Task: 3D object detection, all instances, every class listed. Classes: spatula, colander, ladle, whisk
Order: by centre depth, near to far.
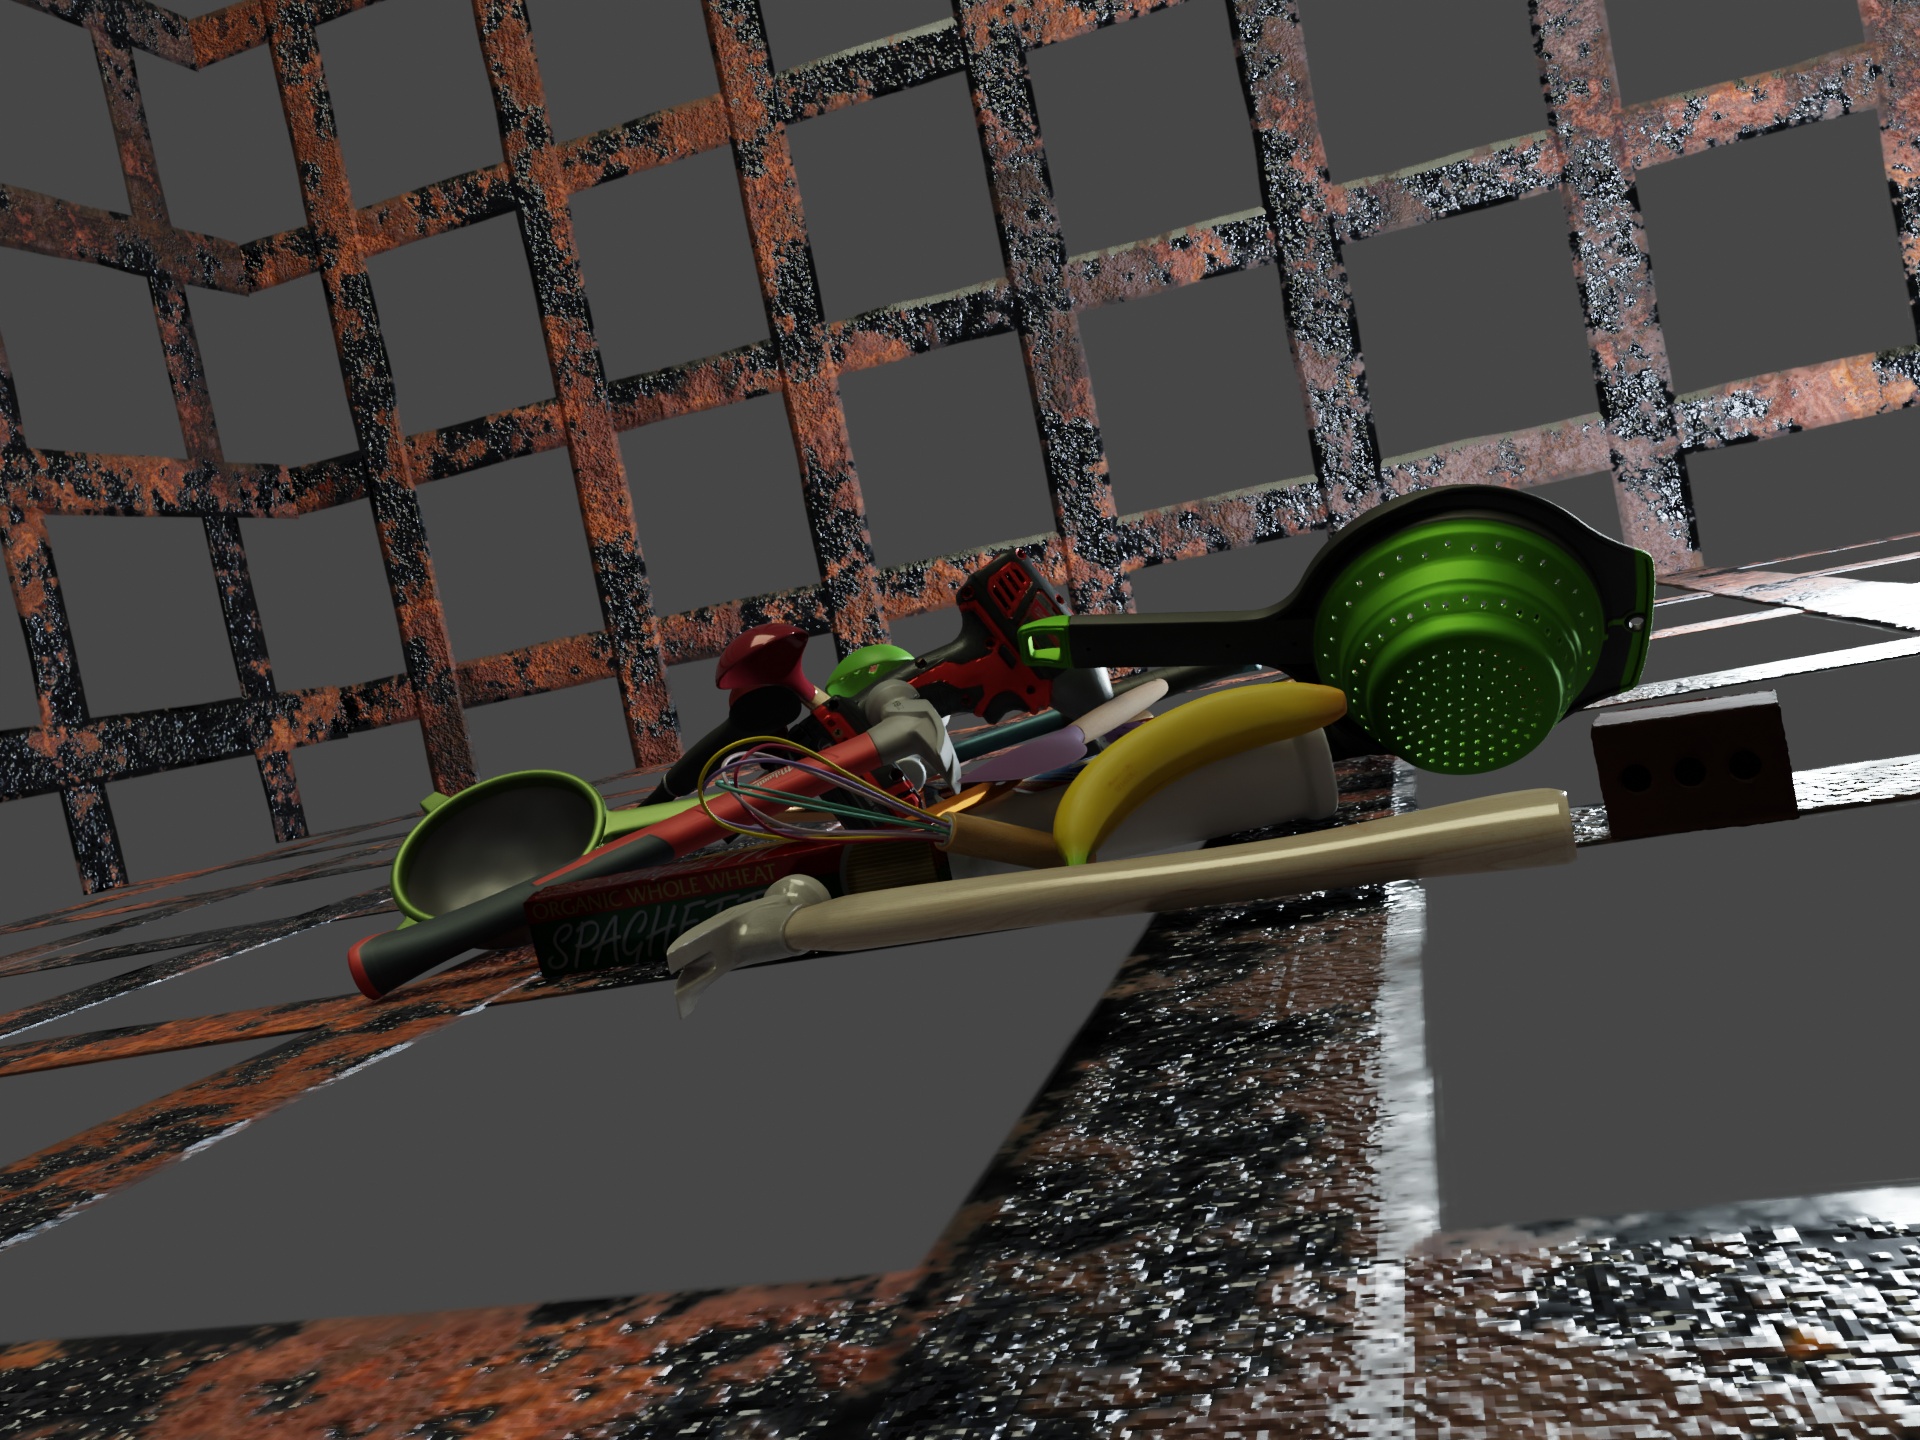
[{"bbox_3d":[-0.024,0.051,0.829,0.244,0.047,0.051,14,-13,-33],"label":"whisk"},{"bbox_3d":[0.227,-0.033,0.996,0.397,0.204,0.095,-1,37,13],"label":"colander"},{"bbox_3d":[0.083,0.005,1.012,0.060,0.018,0.316,-4,9,24],"label":"spatula"},{"bbox_3d":[-0.101,-0.013,1.150,0.069,0.031,0.315,-32,-21,5],"label":"ladle"},{"bbox_3d":[-0.170,0.093,1.197,0.320,0.062,0.078,-10,-4,-12],"label":"ladle"},{"bbox_3d":[-0.107,0.066,1.313,0.081,0.041,0.322,-9,-7,30],"label":"spatula"}]

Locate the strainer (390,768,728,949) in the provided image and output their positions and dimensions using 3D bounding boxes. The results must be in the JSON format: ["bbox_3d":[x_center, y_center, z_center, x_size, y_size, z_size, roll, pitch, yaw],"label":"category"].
[{"bbox_3d":[-0.254,0.096,1.090,0.256,0.069,0.152,-11,39,1],"label":"strainer"}]

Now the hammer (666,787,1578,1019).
[{"bbox_3d":[0.066,0.080,0.733,0.410,0.038,0.146,-10,5,19],"label":"hammer"}]

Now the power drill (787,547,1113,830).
[{"bbox_3d":[-0.002,-0.004,1.108,0.219,0.143,0.078,-39,1,-7],"label":"power drill"}]

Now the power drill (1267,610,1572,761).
[{"bbox_3d":[0.348,-0.023,1.182,0.226,0.084,0.185,-16,6,-10],"label":"power drill"}]

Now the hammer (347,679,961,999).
[{"bbox_3d":[-0.186,0.083,0.973,0.386,0.038,0.143,-24,23,-7],"label":"hammer"}]

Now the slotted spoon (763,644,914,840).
[{"bbox_3d":[-0.113,0.023,1.291,0.070,0.031,0.313,-11,-25,-31],"label":"slotted spoon"}]

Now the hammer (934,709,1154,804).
[{"bbox_3d":[0.085,0.038,1.267,0.130,0.031,0.331,-11,7,27],"label":"hammer"}]

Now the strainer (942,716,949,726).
[{"bbox_3d":[-0.071,0.014,1.358,0.050,0.087,0.258,25,-35,-27],"label":"strainer"}]

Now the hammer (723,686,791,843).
[{"bbox_3d":[-0.163,0.025,1.305,0.149,0.037,0.359,-42,-6,-8],"label":"hammer"}]

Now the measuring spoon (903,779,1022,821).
[{"bbox_3d":[-0.017,0.051,0.917,0.117,0.011,0.021,-22,24,-12],"label":"measuring spoon"}]

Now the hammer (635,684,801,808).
[{"bbox_3d":[-0.214,0.054,1.196,0.149,0.036,0.409,-8,-14,-33],"label":"hammer"}]

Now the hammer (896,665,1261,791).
[{"bbox_3d":[0.096,-0.006,1.324,0.331,0.033,0.128,-19,3,-4],"label":"hammer"}]
